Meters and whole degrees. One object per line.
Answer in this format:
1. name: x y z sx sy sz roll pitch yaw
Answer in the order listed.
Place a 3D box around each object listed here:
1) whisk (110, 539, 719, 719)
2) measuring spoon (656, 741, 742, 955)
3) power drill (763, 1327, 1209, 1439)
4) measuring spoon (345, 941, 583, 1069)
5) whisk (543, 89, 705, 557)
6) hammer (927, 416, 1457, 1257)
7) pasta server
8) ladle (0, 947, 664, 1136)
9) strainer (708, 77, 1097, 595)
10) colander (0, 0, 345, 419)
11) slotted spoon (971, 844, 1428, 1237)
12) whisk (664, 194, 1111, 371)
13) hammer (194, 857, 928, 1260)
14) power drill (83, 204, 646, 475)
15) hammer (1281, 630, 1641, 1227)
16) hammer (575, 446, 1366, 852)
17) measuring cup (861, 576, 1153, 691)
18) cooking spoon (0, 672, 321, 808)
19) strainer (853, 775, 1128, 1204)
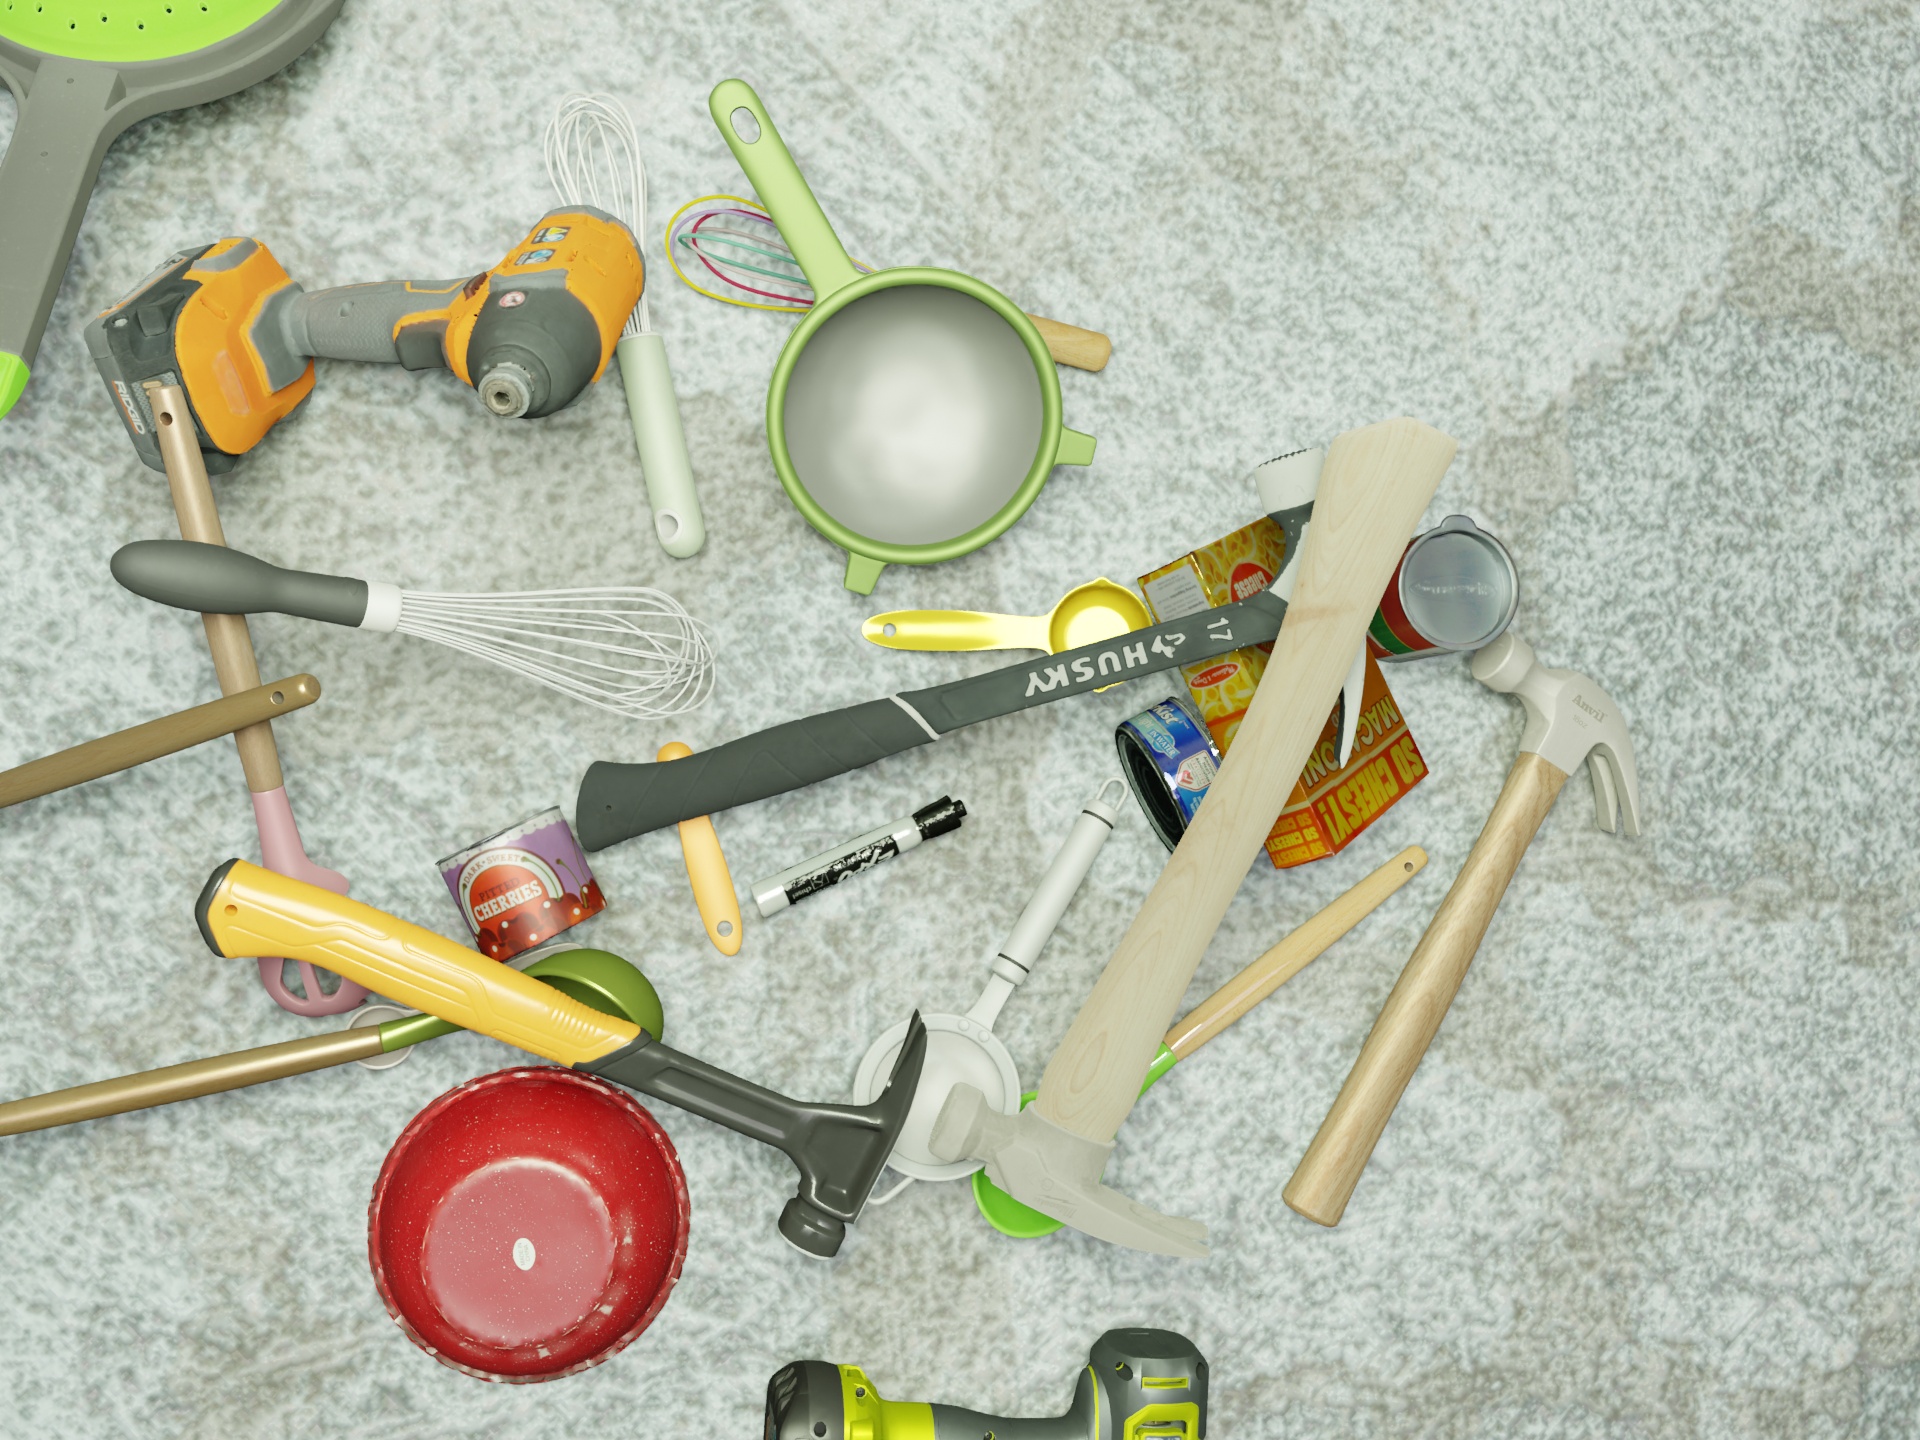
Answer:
1. whisk: -0.241 -0.049 0.747 0.284 0.070 0.070 10 85 -36
2. measuring spoon: -0.136 0.067 0.832 0.021 0.011 0.117 -16 90 -9
3. power drill: 0.014 0.412 0.807 0.228 0.080 0.190 5 86 -11
4. measuring spoon: -0.252 0.140 0.812 0.124 0.018 0.034 -22 109 -15
5. whisk: -0.169 -0.206 0.827 0.058 0.059 0.246 -11 93 28
6. hammer: 0.131 0.058 0.740 0.146 0.038 0.410 25 102 1
7. pasta server: -0.328 0.003 0.740 0.060 0.040 0.316 -9 108 -9
8. ladle: -0.303 0.167 0.759 0.320 0.078 0.062 -10 44 -16
9. strainer: -0.052 -0.203 0.807 0.151 0.069 0.256 -30 111 3
10. colander: -0.402 -0.319 0.709 0.204 0.094 0.397 7 67 -6
11. slotted spoon: 0.134 0.165 0.861 0.314 0.031 0.070 -36 93 -10
12. whisk: -0.035 -0.229 0.848 0.245 0.051 0.047 12 80 -11
13. hammer: -0.182 0.137 0.740 0.336 0.034 0.127 25 95 -13
14. power drill: -0.269 -0.173 0.733 0.226 0.164 0.084 -6 125 5
15. hammer: 0.270 0.125 0.873 0.130 0.031 0.331 30 86 -18
16. hammer: -0.001 -0.003 0.784 0.409 0.036 0.149 -16 94 10
17. measuring cup: 0.026 -0.047 0.861 0.156 0.029 0.062 2 87 3
18. cooking spoon: -0.432 0.029 0.735 0.319 0.017 0.069 -16 92 13
19. strainer: 0.023 0.140 0.839 0.087 0.050 0.258 28 77 15
